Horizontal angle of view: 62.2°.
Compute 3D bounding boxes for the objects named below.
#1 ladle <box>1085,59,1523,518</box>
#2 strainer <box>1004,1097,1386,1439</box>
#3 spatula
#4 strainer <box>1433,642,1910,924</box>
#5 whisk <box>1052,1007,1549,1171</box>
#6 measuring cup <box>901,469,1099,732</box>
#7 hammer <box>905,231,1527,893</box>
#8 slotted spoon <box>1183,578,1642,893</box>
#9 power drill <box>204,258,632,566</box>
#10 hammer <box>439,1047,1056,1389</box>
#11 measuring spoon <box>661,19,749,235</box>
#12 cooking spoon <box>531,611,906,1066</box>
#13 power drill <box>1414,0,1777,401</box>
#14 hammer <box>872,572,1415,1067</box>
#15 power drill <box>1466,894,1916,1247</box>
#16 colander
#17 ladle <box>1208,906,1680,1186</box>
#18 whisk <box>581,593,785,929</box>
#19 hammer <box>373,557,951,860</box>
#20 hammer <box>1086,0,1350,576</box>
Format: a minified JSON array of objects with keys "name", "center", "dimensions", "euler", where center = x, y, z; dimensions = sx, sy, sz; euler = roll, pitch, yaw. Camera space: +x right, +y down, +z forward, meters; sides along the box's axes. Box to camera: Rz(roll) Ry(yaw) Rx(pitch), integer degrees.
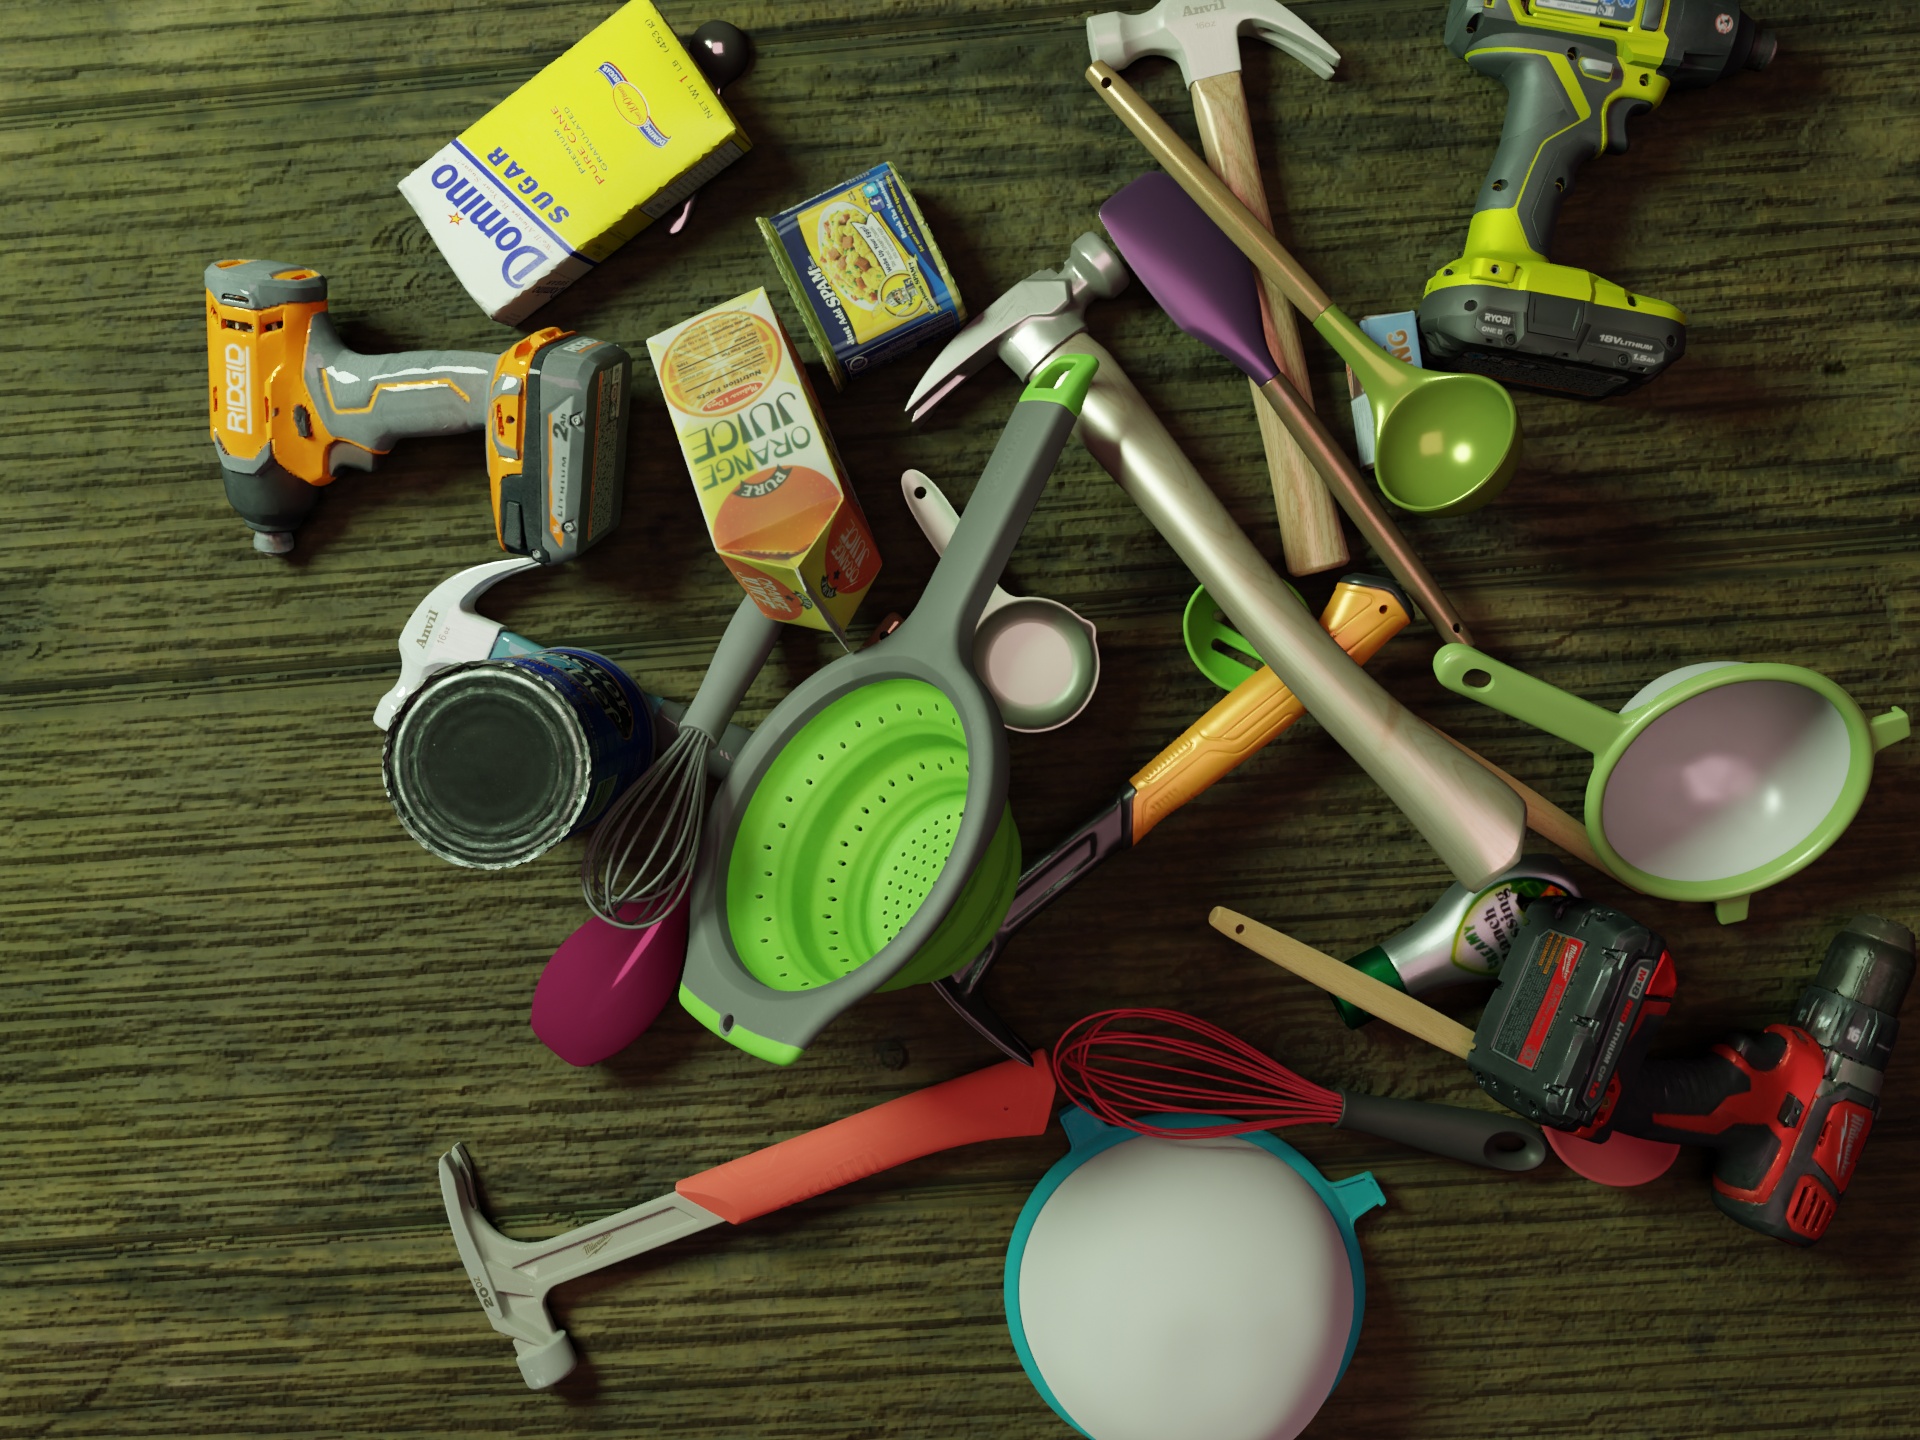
[{"name":"ladle","center":[0.172,-0.235,0.839],"dimensions":[0.078,0.062,0.320],"euler":[-43,83,19]},{"name":"strainer","center":[0.114,0.397,0.895],"dimensions":[0.211,0.095,0.340],"euler":[14,92,1]},{"name":"spatula","center":[0.187,-0.167,0.872],"dimensions":[0.060,0.018,0.316],"euler":[-36,91,-7]},{"name":"strainer","center":[0.362,0.003,0.864],"dimensions":[0.256,0.069,0.151],"euler":[22,118,-12]},{"name":"whisk","center":[0.195,0.217,0.905],"dimensions":[0.295,0.073,0.073],"euler":[13,93,-6]},{"name":"measuring cup","center":[0.016,-0.070,0.904],"dimensions":[0.083,0.038,0.167],"euler":[-33,90,3]},{"name":"hammer","center":[0.140,-0.072,0.849],"dimensions":[0.146,0.038,0.411],"euler":[-39,76,4]},{"name":"slotted spoon","center":[0.262,0.012,0.906],"dimensions":[0.313,0.031,0.070],"euler":[32,94,-2]},{"name":"power drill","center":[-0.306,-0.154,0.882],"dimensions":[0.226,0.084,0.164],"euler":[12,114,5]},{"name":"hammer","center":[-0.117,0.259,0.925],"dimensions":[0.359,0.037,0.149],"euler":[-22,92,3]},{"name":"measuring spoon","center":[-0.150,-0.338,0.904],"dimensions":[0.034,0.018,0.124],"euler":[16,94,1]},{"name":"cooking spoon","center":[-0.133,0.066,0.892],"dimensions":[0.069,0.017,0.319],"euler":[39,95,2]},{"name":"power drill","center":[0.341,-0.296,0.865],"dimensions":[0.171,0.080,0.223],"euler":[10,90,1]},{"name":"hammer","center":[0.116,0.044,0.881],"dimensions":[0.337,0.034,0.127],"euler":[-40,94,5]},{"name":"power drill","center":[0.409,0.167,0.860],"dimensions":[0.226,0.080,0.188],"euler":[23,89,-16]},{"name":"colander","center":[-0.001,-0.003,0.830],"dimensions":[0.094,0.205,0.397],"euler":[34,77,-40]},{"name":"ladle","center":[0.269,0.175,0.881],"dimensions":[0.315,0.031,0.069],"euler":[28,88,-14]},{"name":"whisk","center":[-0.138,0.009,0.856],"dimensions":[0.055,0.055,0.239],"euler":[22,58,0]},{"name":"hammer","center":[-0.163,0.007,0.915],"dimensions":[0.331,0.033,0.128],"euler":[23,94,0]},{"name":"hammer","center":[0.170,-0.246,0.893],"dimensions":[0.130,0.031,0.331],"euler":[-13,93,3]}]
